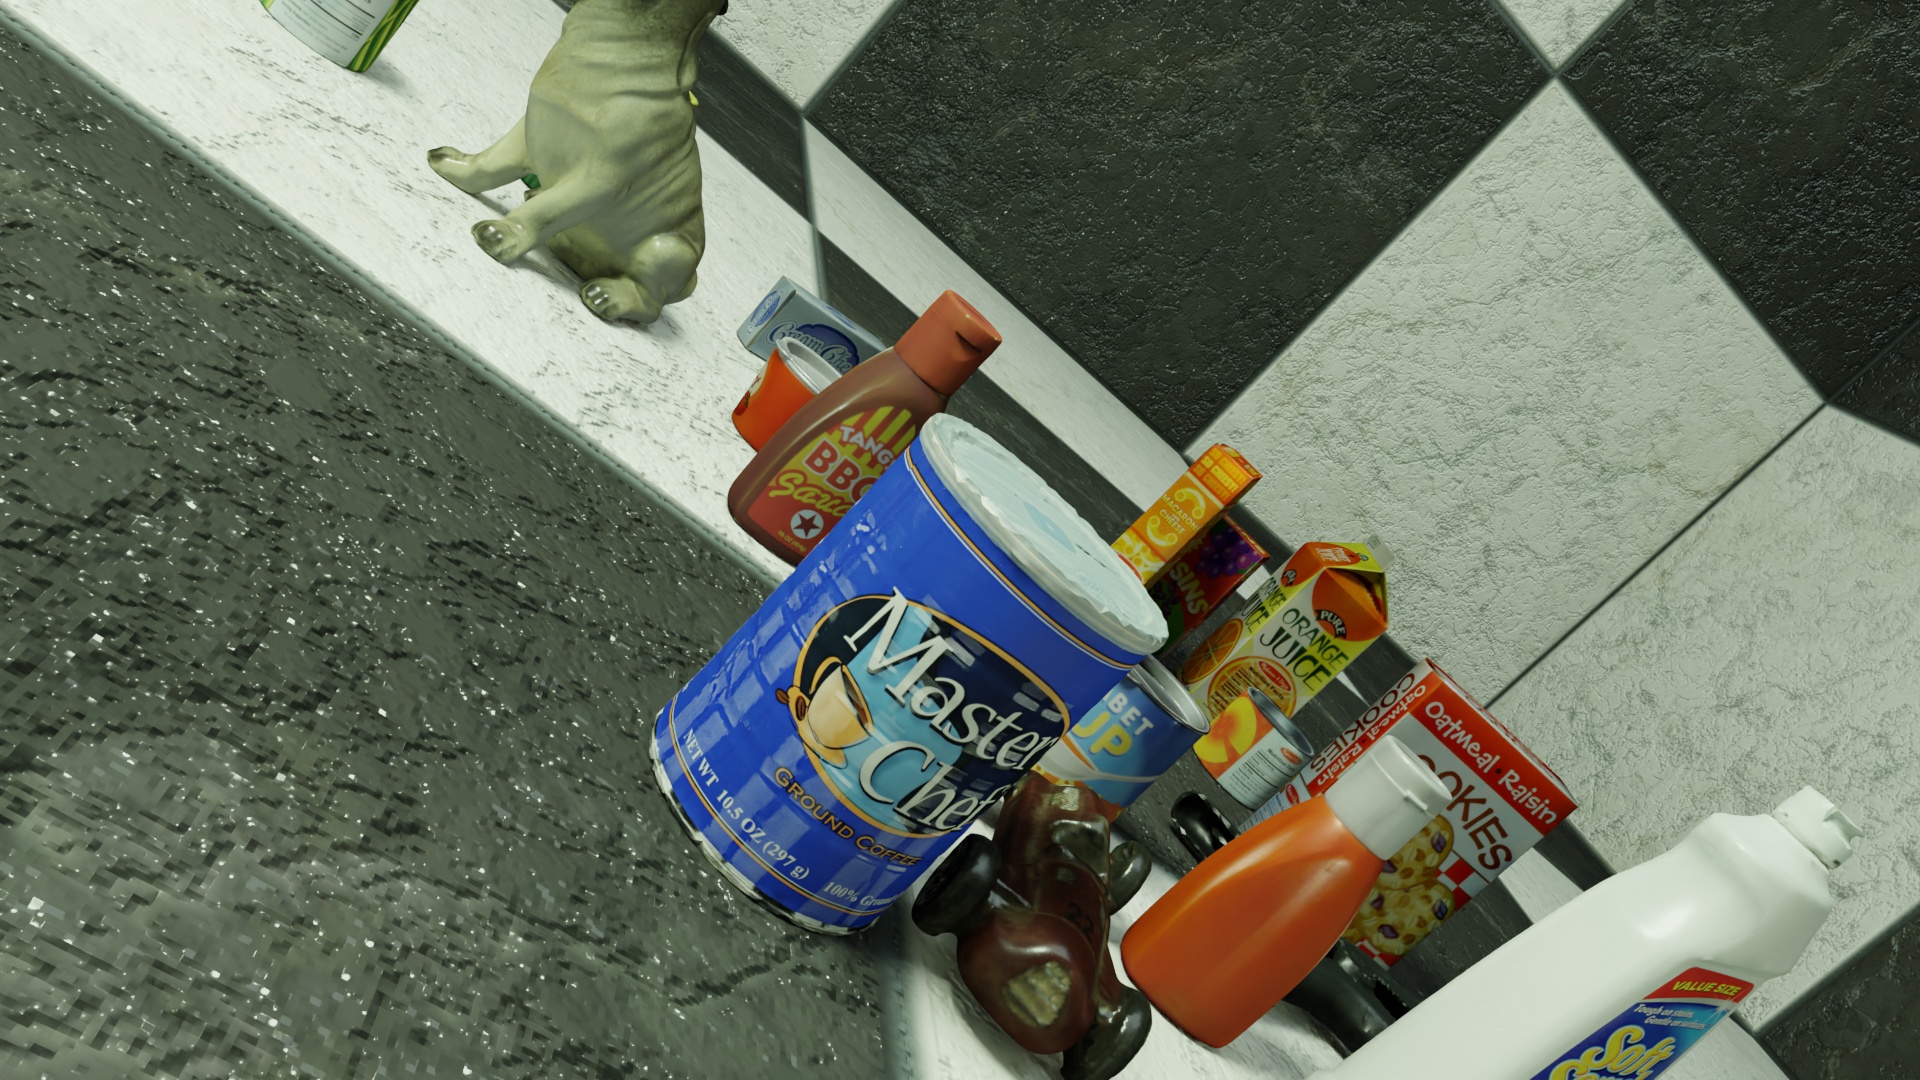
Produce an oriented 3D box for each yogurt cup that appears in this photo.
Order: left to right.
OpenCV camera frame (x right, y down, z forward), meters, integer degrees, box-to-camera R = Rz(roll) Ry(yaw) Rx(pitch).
[{"bbox_3d":[-0.092,-0.073,0.788,0.072,0.054,0.072,41,13,-11],"label":"yogurt cup"}]

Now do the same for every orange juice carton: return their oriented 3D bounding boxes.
[{"bbox_3d":[0.264,0.071,1.090,0.073,0.192,0.072,42,13,-8],"label":"orange juice carton"}]

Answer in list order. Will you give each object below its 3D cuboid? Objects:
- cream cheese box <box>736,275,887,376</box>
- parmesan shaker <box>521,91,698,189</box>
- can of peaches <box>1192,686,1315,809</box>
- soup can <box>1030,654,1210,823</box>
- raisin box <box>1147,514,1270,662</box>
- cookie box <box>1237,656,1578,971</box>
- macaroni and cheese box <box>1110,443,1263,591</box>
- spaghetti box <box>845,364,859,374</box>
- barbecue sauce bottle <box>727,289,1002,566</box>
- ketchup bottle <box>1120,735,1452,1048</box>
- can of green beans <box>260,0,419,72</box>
[{"bbox_3d":[-0.100,-0.136,0.961,0.103,0.053,0.024,29,19,-47],"label":"cream cheese box"},{"bbox_3d":[-0.221,-0.252,0.856,0.071,0.103,0.071,41,13,-11],"label":"parmesan shaker"},{"bbox_3d":[0.206,0.146,0.981,0.071,0.058,0.071,41,13,-11],"label":"can of peaches"},{"bbox_3d":[0.065,0.095,0.666,0.071,0.083,0.071,41,13,-11],"label":"soup can"},{"bbox_3d":[0.172,0.026,1.109,0.086,0.123,0.040,47,13,15],"label":"raisin box"},{"bbox_3d":[0.270,0.171,0.852,0.123,0.167,0.040,41,13,-11],"label":"cookie box"},{"bbox_3d":[0.146,-0.001,1.023,0.040,0.166,0.124,46,13,9],"label":"macaroni and cheese box"},{"bbox_3d":[0.003,-0.011,0.886,0.250,0.050,0.029,46,13,9],"label":"spaghetti box"},{"bbox_3d":[-0.043,-0.054,0.666,0.065,0.148,0.044,37,14,-27],"label":"barbecue sauce bottle"},{"bbox_3d":[0.139,0.145,0.585,0.064,0.148,0.044,42,13,-9],"label":"ketchup bottle"},{"bbox_3d":[-0.337,-0.300,0.758,0.071,0.057,0.071,41,13,-11],"label":"can of green beans"}]
